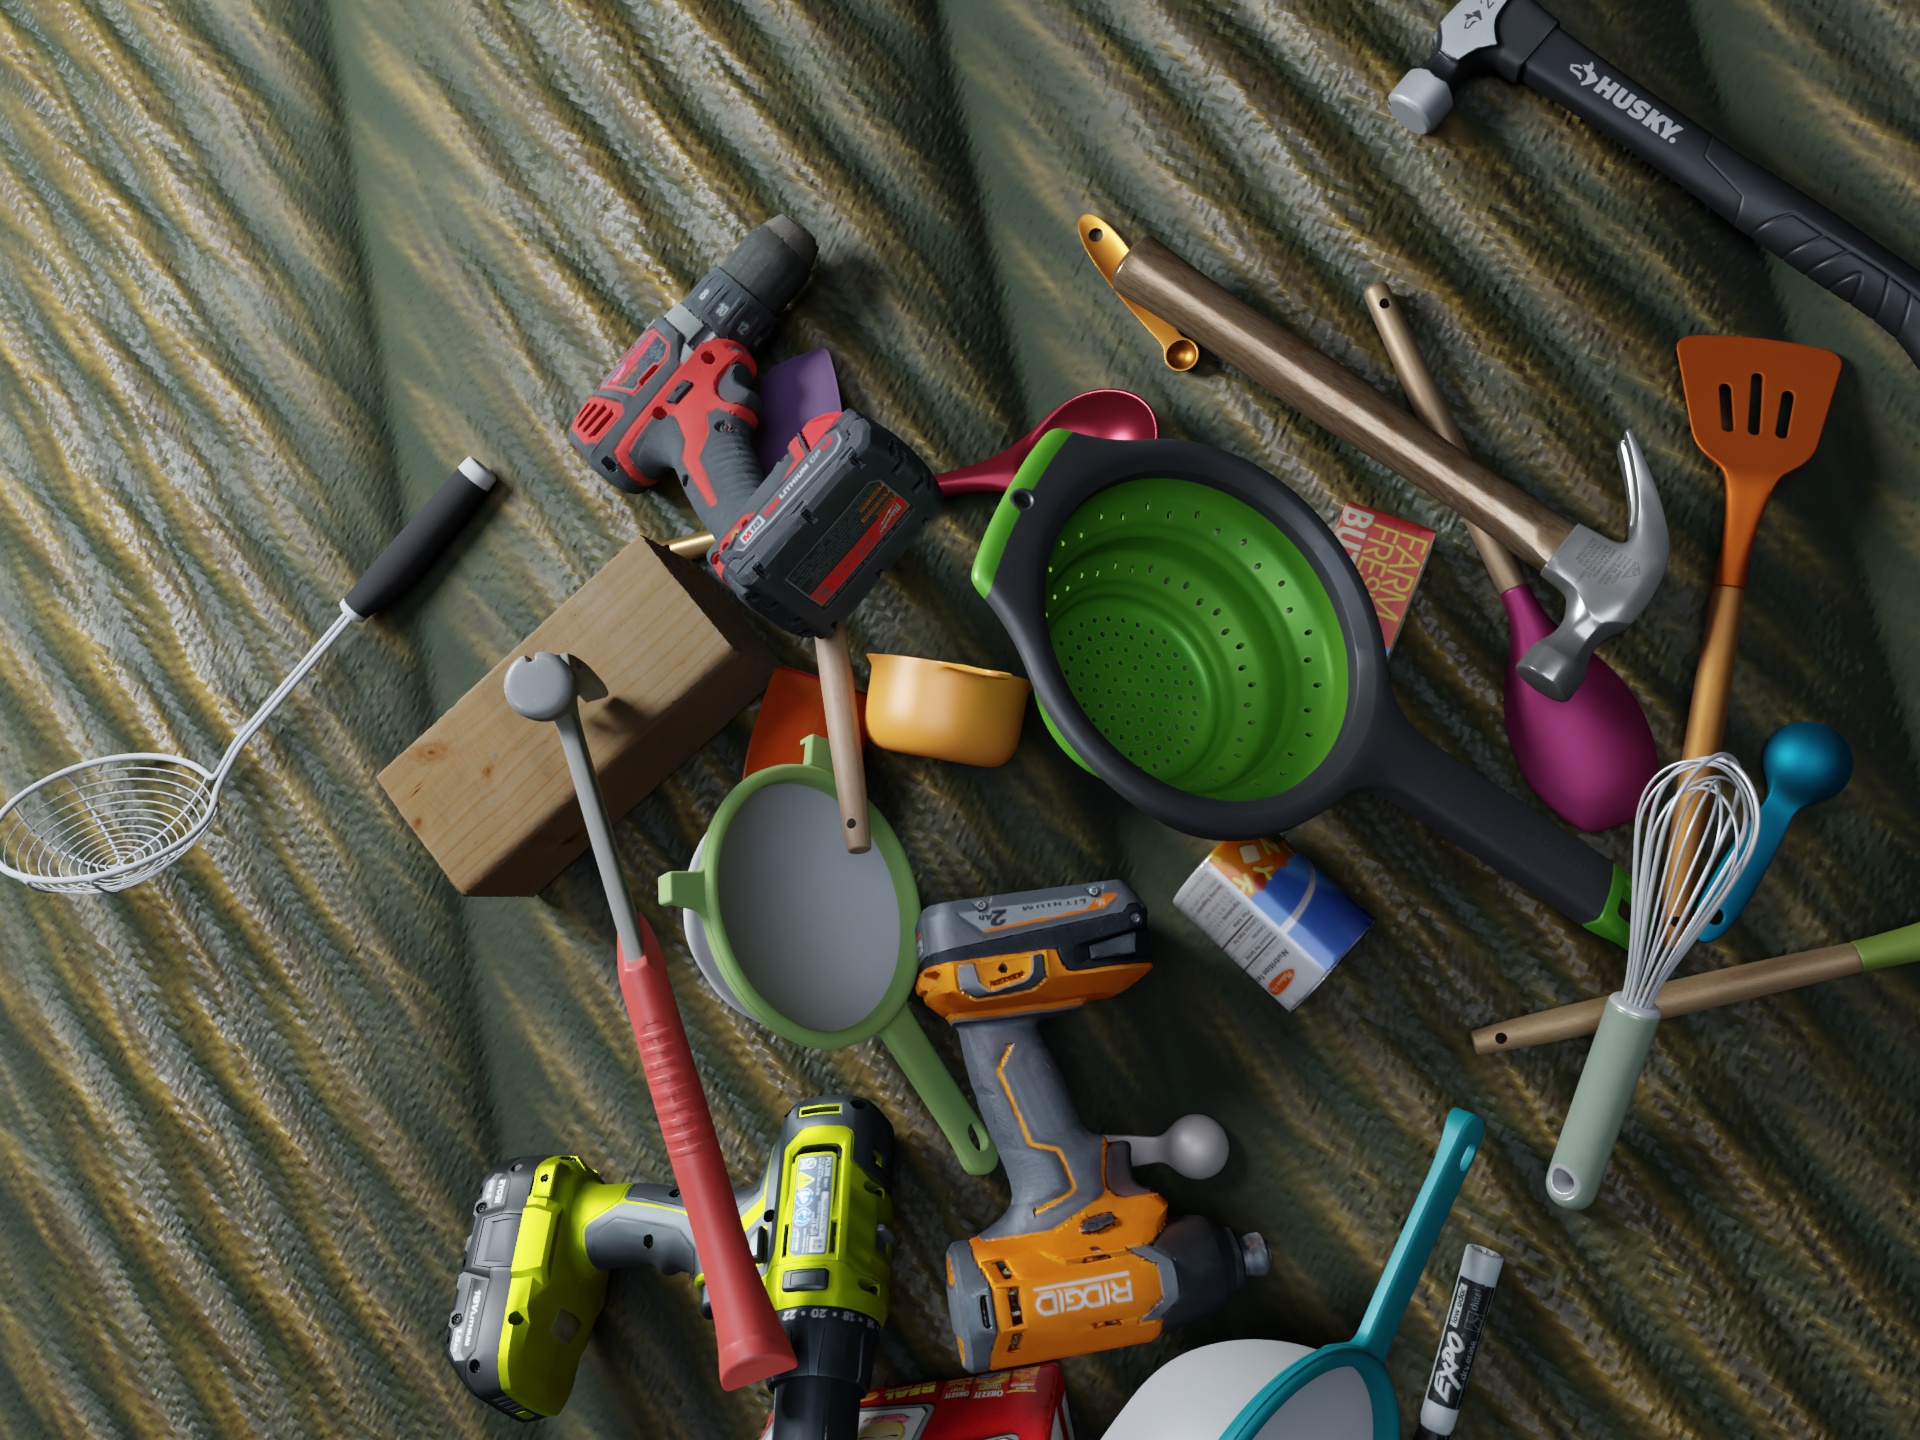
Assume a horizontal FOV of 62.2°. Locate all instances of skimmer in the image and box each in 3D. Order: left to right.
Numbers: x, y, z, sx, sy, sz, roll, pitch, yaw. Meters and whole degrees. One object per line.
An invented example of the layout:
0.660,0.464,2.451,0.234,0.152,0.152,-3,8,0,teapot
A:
-0.433,-0.036,0.969,0.363,0.090,0.127,-48,45,2,skimmer

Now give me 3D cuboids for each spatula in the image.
-0.078,-0.074,0.892,0.060,0.018,0.316,-18,65,17,spatula
0.389,-0.043,0.817,0.081,0.041,0.322,10,90,13,spatula

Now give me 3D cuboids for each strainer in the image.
-0.067,0.146,0.855,0.069,0.151,0.256,-21,108,38,strainer
0.148,0.330,0.779,0.095,0.210,0.340,15,65,42,strainer

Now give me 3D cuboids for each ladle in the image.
-0.038,-0.128,0.922,0.315,0.031,0.069,-12,72,13,ladle
0.412,0.122,0.775,0.320,0.062,0.078,-16,79,13,ladle

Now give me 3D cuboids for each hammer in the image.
-0.149,0.143,0.778,0.036,0.149,0.359,-17,87,-6,hammer
0.220,-0.158,0.840,0.331,0.031,0.130,39,89,15,hammer
0.402,-0.290,0.835,0.335,0.035,0.146,42,94,14,hammer

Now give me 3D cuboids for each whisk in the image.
0.328,0.130,0.767,0.058,0.059,0.246,33,118,49,whisk

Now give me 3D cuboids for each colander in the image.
0.171,0.014,0.807,0.397,0.094,0.205,32,60,-9,colander

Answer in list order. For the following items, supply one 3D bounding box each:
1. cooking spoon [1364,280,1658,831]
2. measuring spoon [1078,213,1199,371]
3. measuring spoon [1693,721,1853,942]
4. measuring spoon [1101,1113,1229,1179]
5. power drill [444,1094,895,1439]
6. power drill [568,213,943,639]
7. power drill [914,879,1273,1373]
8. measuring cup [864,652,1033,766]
0.284,-0.093,0.847,0.069,0.017,0.319,-23,79,7,cooking spoon
0.101,-0.245,0.913,0.021,0.011,0.117,-34,74,8,measuring spoon
0.404,0.056,0.794,0.042,0.021,0.128,32,85,12,measuring spoon
0.082,0.234,0.856,0.124,0.018,0.034,-7,82,12,measuring spoon
-0.146,0.304,0.839,0.228,0.080,0.191,-9,50,14,power drill
-0.108,-0.173,0.891,0.188,0.080,0.227,-49,54,4,power drill
0.064,0.201,0.814,0.164,0.084,0.227,-7,75,-8,power drill
-0.001,-0.003,0.827,0.095,0.173,0.052,10,90,-10,measuring cup
